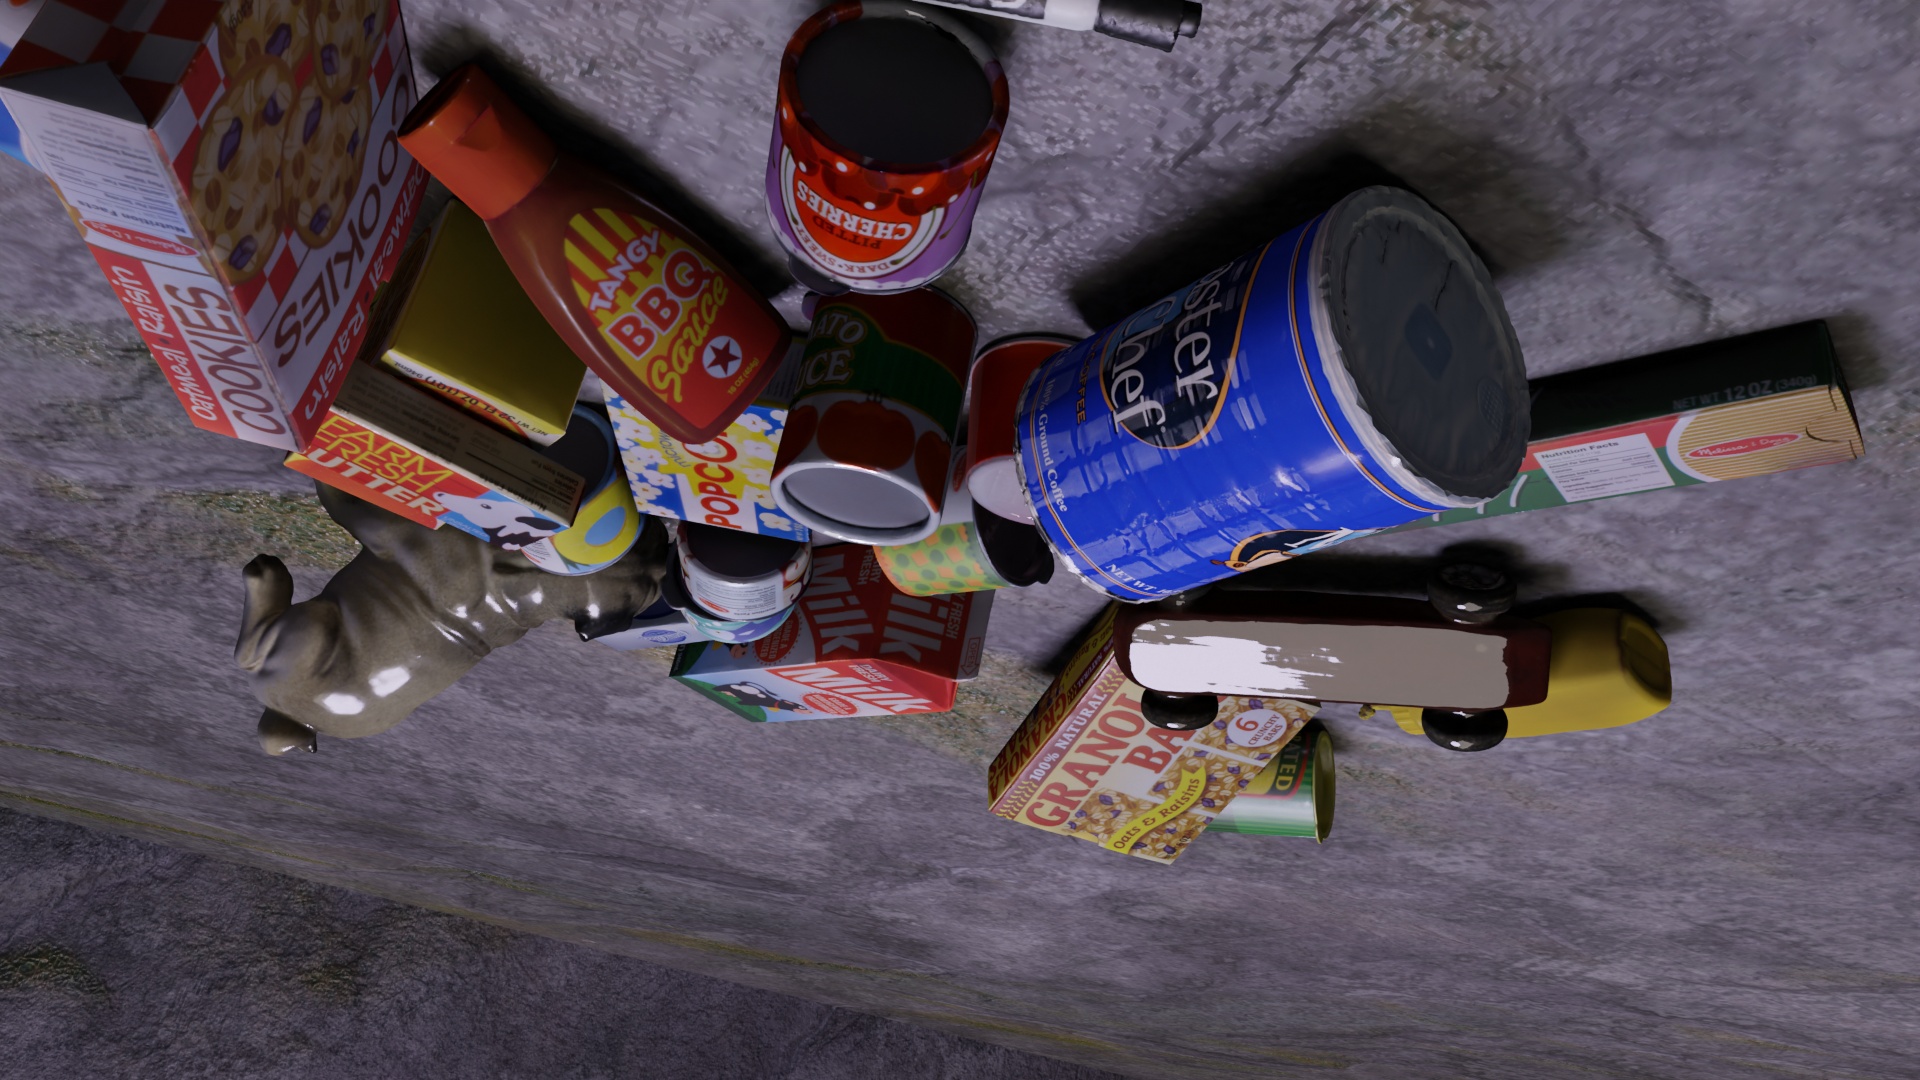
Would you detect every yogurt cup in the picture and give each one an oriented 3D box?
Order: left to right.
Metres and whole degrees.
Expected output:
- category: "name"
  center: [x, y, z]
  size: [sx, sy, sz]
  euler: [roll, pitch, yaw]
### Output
- category: "yogurt cup"
  center: [0.033, -0.041, 0.557]
  size: [0.072, 0.054, 0.072]
  euler: [9, 153, 5]

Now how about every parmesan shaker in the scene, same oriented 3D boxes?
- category: "parmesan shaker"
  center: [0.178, 0.154, 0.877]
  size: [0.103, 0.071, 0.071]
  euler: [-2, 151, 25]

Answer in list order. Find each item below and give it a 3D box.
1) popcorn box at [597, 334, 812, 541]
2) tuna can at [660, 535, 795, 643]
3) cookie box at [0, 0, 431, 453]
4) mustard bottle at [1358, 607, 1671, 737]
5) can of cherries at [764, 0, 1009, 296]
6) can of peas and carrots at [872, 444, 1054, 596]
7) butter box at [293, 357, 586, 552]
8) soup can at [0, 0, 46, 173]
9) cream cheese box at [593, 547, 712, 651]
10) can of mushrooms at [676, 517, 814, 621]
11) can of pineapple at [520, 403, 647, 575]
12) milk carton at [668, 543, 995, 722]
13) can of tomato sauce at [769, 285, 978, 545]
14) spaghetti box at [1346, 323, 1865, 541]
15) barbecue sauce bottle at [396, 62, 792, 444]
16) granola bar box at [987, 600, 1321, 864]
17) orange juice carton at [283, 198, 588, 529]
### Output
- category: "popcorn box"
  center: [-0.106, -0.048, 0.616]
  size: [0.085, 0.038, 0.126]
  euler: [11, 154, 1]
- category: "tuna can"
  center: [-0.119, 0.019, 0.721]
  size: [0.071, 0.071, 0.032]
  euler: [9, 154, 4]
- category: "cookie box"
  center: [-0.206, -0.118, 0.415]
  size: [0.040, 0.123, 0.166]
  euler: [15, 154, -7]
- category: "mustard bottle"
  center: [0.268, 0.072, 0.702]
  size: [0.065, 0.049, 0.160]
  euler: [29, 149, -33]
- category: "can of cherries"
  center: [-0.024, -0.114, 0.411]
  size: [0.071, 0.072, 0.058]
  euler: [14, 153, -6]
- category: "can of peas and carrots"
  center: [0.002, -0.008, 0.621]
  size: [0.058, 0.071, 0.071]
  euler: [-7, 148, 34]
- category: "butter box"
  center: [-0.202, -0.031, 0.531]
  size: [0.103, 0.024, 0.053]
  euler: [31, 148, -35]
- category: "soup can"
  center: [-0.283, -0.147, 0.452]
  size: [0.071, 0.071, 0.083]
  euler: [-16, 144, 42]
- category: "cream cheese box"
  center: [-0.158, 0.030, 0.777]
  size: [0.103, 0.053, 0.024]
  euler: [-9, 150, 34]
- category: "can of mushrooms"
  center: [-0.106, 0.002, 0.686]
  size: [0.071, 0.071, 0.033]
  euler: [10, 143, 2]
- category: "can of pineapple"
  center: [-0.188, -0.026, 0.664]
  size: [0.071, 0.071, 0.057]
  euler: [8, 154, 6]
- category: "milk carton"
  center: [-0.062, 0.051, 0.759]
  size: [0.190, 0.072, 0.073]
  euler: [-9, 147, 35]
- category: "can of tomato sauce"
  center: [-0.034, -0.049, 0.533]
  size: [0.071, 0.083, 0.071]
  euler: [8, 154, 4]
- category: "spaghetti box"
  center: [0.200, -0.032, 0.540]
  size: [0.249, 0.029, 0.050]
  euler: [-11, 147, 37]
- category: "barbecue sauce bottle"
  center: [-0.129, -0.101, 0.495]
  size: [0.148, 0.065, 0.044]
  euler: [45, 167, -36]
- category: "granola bar box"
  center: [0.106, 0.113, 0.792]
  size: [0.124, 0.039, 0.164]
  euler: [19, 130, -15]
- category: "orange juice carton"
  center: [-0.229, -0.062, 0.595]
  size: [0.072, 0.073, 0.192]
  euler: [27, 150, -30]
